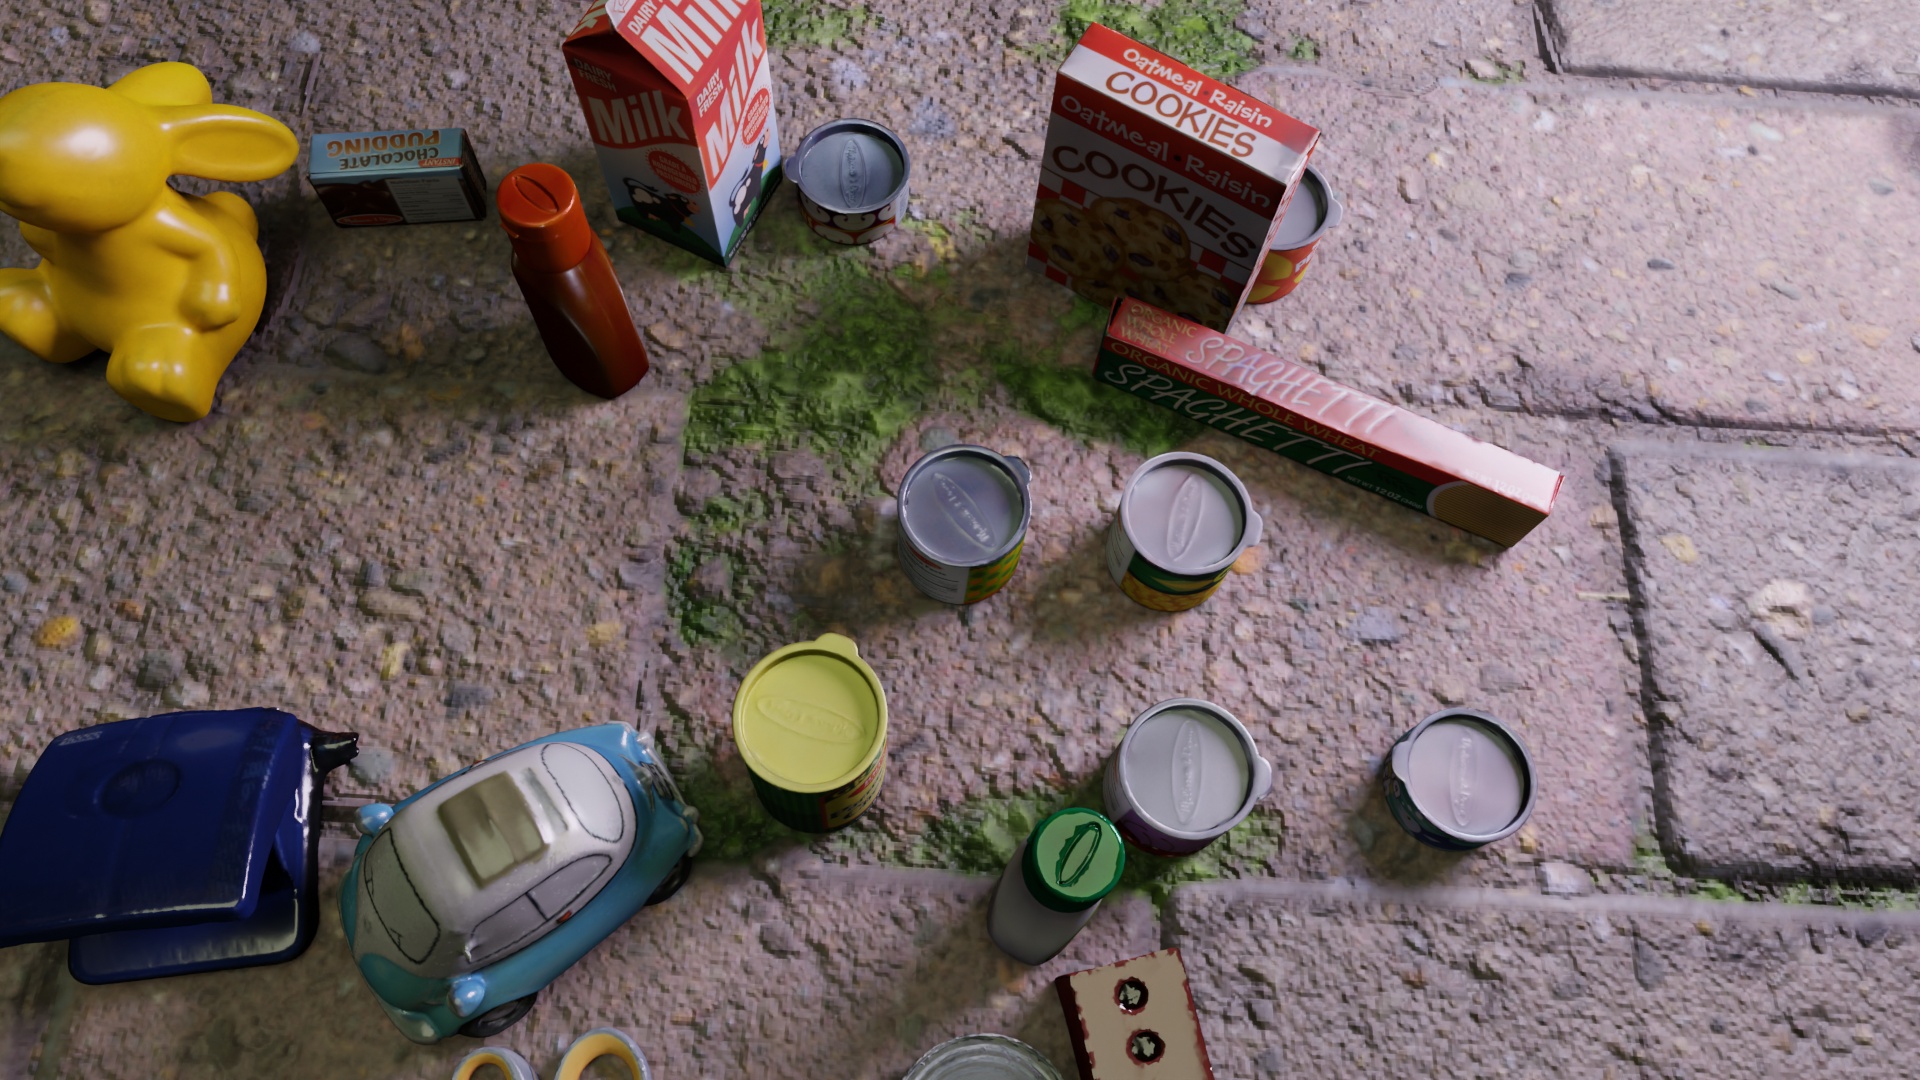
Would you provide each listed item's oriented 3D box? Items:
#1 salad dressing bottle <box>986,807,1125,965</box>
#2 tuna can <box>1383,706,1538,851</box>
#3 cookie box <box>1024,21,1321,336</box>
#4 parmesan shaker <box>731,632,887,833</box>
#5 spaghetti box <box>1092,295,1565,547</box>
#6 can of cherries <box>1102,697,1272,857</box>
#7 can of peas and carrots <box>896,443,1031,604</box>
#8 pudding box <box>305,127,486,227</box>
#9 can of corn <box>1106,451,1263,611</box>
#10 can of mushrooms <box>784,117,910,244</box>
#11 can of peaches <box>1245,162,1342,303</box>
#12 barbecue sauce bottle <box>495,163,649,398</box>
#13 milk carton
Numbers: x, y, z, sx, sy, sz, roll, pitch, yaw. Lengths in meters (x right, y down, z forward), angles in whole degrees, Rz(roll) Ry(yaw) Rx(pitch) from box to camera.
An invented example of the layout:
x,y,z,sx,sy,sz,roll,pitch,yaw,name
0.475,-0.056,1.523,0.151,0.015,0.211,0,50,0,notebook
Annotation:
x,y,z,sx,sy,sz,roll,pitch,yaw,name
0.041,0.147,0.597,0.044,0.147,0.064,32,70,10,salad dressing bottle
0.242,0.117,0.682,0.071,0.032,0.071,1,68,-3,tuna can
0.103,-0.175,0.722,0.123,0.166,0.040,29,70,9,cookie box
-0.065,0.091,0.638,0.071,0.102,0.071,1,68,-3,parmesan shaker
0.191,-0.064,0.744,0.250,0.050,0.029,23,69,6,spaghetti box
0.106,0.115,0.661,0.071,0.058,0.072,1,68,-3,can of cherries
0.003,-0.009,0.707,0.071,0.058,0.071,1,68,-3,can of peas and carrots
-0.313,-0.202,0.774,0.084,0.049,0.030,-5,68,-5,pudding box
0.113,-0.002,0.710,0.071,0.058,0.071,1,68,-3,can of corn
-0.064,-0.206,0.798,0.071,0.033,0.071,1,68,-3,can of mushrooms
0.172,-0.175,0.785,0.071,0.058,0.071,1,68,-3,can of peaches
-0.196,-0.129,0.697,0.065,0.148,0.044,41,72,13,barbecue sauce bottle
-0.147,-0.232,0.719,0.073,0.189,0.072,25,69,7,milk carton
